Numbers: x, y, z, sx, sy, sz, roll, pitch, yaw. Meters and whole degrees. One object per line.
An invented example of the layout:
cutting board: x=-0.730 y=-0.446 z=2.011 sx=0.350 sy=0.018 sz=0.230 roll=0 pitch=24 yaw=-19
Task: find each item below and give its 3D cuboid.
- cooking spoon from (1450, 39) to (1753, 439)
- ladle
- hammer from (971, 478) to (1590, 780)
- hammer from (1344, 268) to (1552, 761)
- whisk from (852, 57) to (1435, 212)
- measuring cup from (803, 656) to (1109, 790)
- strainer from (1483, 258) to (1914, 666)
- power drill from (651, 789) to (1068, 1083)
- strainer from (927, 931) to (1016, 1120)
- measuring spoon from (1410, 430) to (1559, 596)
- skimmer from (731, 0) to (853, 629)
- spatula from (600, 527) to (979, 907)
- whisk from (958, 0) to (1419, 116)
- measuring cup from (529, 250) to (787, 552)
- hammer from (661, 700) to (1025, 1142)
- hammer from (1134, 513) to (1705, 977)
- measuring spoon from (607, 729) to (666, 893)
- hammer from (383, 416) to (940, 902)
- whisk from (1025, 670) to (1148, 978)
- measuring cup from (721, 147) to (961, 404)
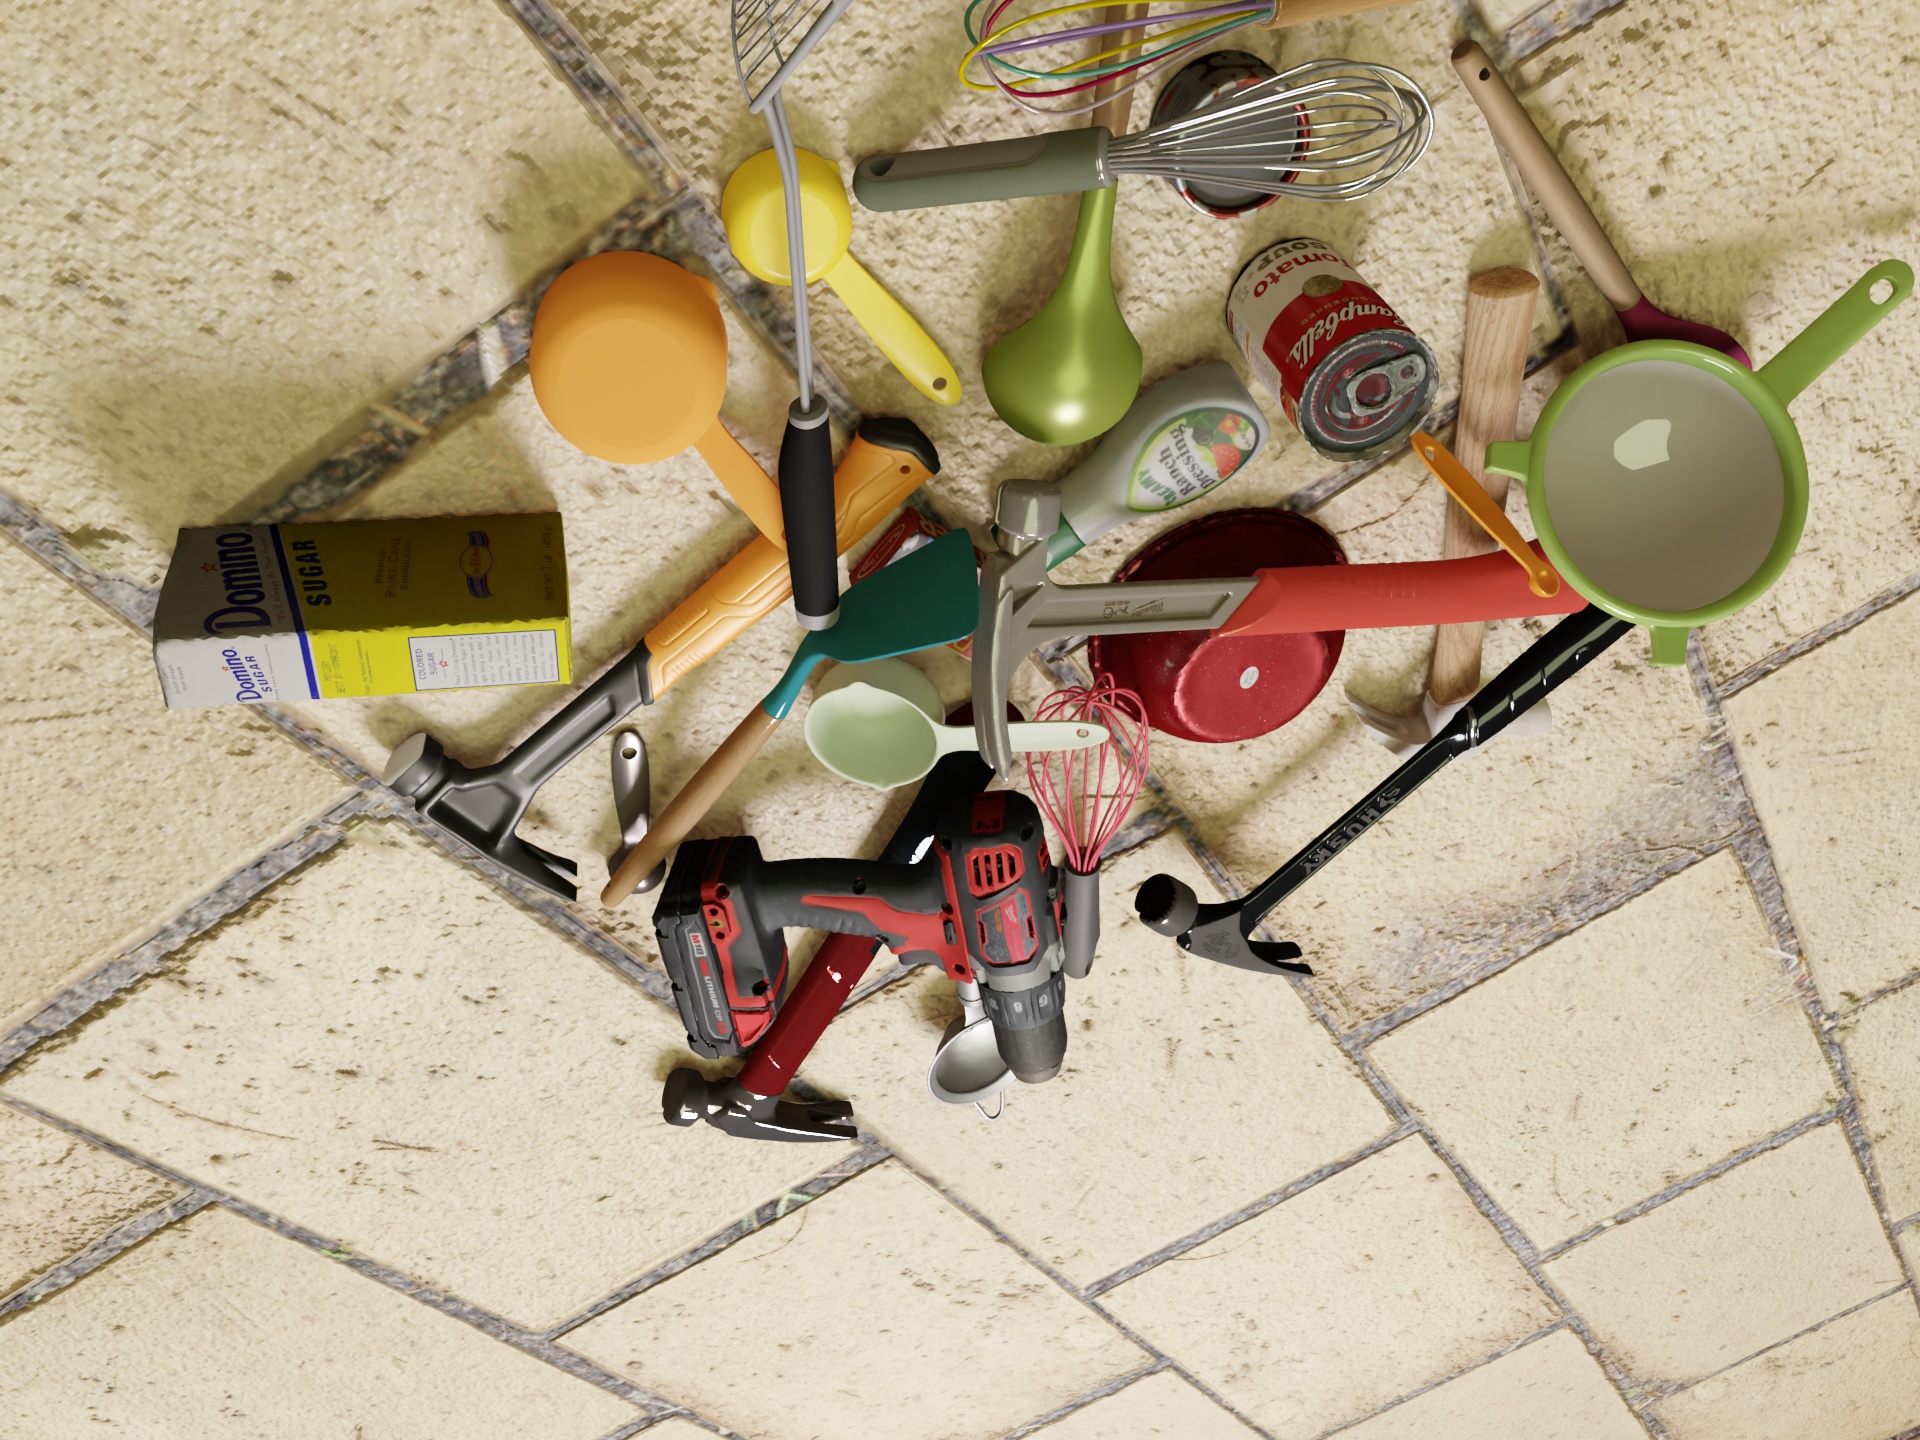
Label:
cooking spoon: x=0.332 y=-0.232 z=0.816 sx=0.068 sy=0.017 sz=0.318 roll=-42 pitch=129 yaw=17
ladle: x=0.063 y=-0.269 z=0.697 sx=0.078 sy=0.062 sz=0.320 roll=1 pitch=123 yaw=-11
hammer: x=0.178 y=-0.055 z=0.840 sx=0.359 sy=0.037 sz=0.149 roll=-4 pitch=112 yaw=-21
hammer: x=0.290 y=-0.100 z=0.910 sx=0.130 sy=0.031 sz=0.331 roll=-14 pitch=132 yaw=-5
whisk: x=0.068 y=-0.234 z=0.657 sx=0.246 sy=0.058 sz=0.059 roll=1 pitch=147 yaw=21
measuring cup: x=-0.001 y=-0.003 z=0.870 sx=0.167 sy=0.038 sz=0.083 roll=0 pitch=133 yaw=11
strainer: x=0.403 y=-0.155 z=0.855 sx=0.256 sy=0.069 sz=0.151 roll=-41 pitch=90 yaw=-7
power drill: x=-0.048 y=0.140 z=0.929 sx=0.226 sy=0.080 sz=0.187 roll=-7 pitch=117 yaw=7
strainer: x=0.008 y=0.181 z=1.047 sx=0.087 sy=0.050 sz=0.258 roll=-23 pitch=141 yaw=-16
measuring spoon: x=0.277 y=-0.109 z=0.846 sx=0.117 sy=0.021 sz=0.011 roll=46 pitch=146 yaw=-6
skimmer: x=-0.039 y=-0.177 z=0.663 sx=0.090 sy=0.127 sz=0.363 roll=11 pitch=134 yaw=10
spatula: x=-0.104 y=0.015 z=0.848 sx=0.044 sy=0.082 sz=0.317 roll=26 pitch=127 yaw=-27
whisk: x=0.104 y=-0.290 z=0.651 sx=0.245 sy=0.051 sz=0.047 roll=-20 pitch=148 yaw=-23
measuring cup: x=-0.123 y=-0.130 z=0.725 sx=0.095 sy=0.052 sz=0.173 roll=-33 pitch=119 yaw=12
hammer: x=-0.052 y=0.140 z=1.012 sx=0.143 sy=0.038 sz=0.386 roll=15 pitch=124 yaw=-29
hammer: x=0.298 y=0.020 z=0.970 sx=0.409 sy=0.036 sz=0.149 roll=-43 pitch=129 yaw=19
measuring spoon: x=-0.187 y=0.057 z=0.912 sx=0.034 sy=0.018 sz=0.124 roll=-5 pitch=130 yaw=-12
hammer: x=-0.141 y=-0.035 z=0.830 sx=0.337 sy=0.034 sz=0.127 roll=-38 pitch=123 yaw=15
whisk: x=0.075 y=0.076 z=0.974 sx=0.073 sy=0.073 sz=0.295 roll=-11 pitch=140 yaw=-7
measuring cup: x=-0.046 y=-0.192 z=0.728 sx=0.062 sy=0.029 sz=0.156 roll=-36 pitch=128 yaw=15
